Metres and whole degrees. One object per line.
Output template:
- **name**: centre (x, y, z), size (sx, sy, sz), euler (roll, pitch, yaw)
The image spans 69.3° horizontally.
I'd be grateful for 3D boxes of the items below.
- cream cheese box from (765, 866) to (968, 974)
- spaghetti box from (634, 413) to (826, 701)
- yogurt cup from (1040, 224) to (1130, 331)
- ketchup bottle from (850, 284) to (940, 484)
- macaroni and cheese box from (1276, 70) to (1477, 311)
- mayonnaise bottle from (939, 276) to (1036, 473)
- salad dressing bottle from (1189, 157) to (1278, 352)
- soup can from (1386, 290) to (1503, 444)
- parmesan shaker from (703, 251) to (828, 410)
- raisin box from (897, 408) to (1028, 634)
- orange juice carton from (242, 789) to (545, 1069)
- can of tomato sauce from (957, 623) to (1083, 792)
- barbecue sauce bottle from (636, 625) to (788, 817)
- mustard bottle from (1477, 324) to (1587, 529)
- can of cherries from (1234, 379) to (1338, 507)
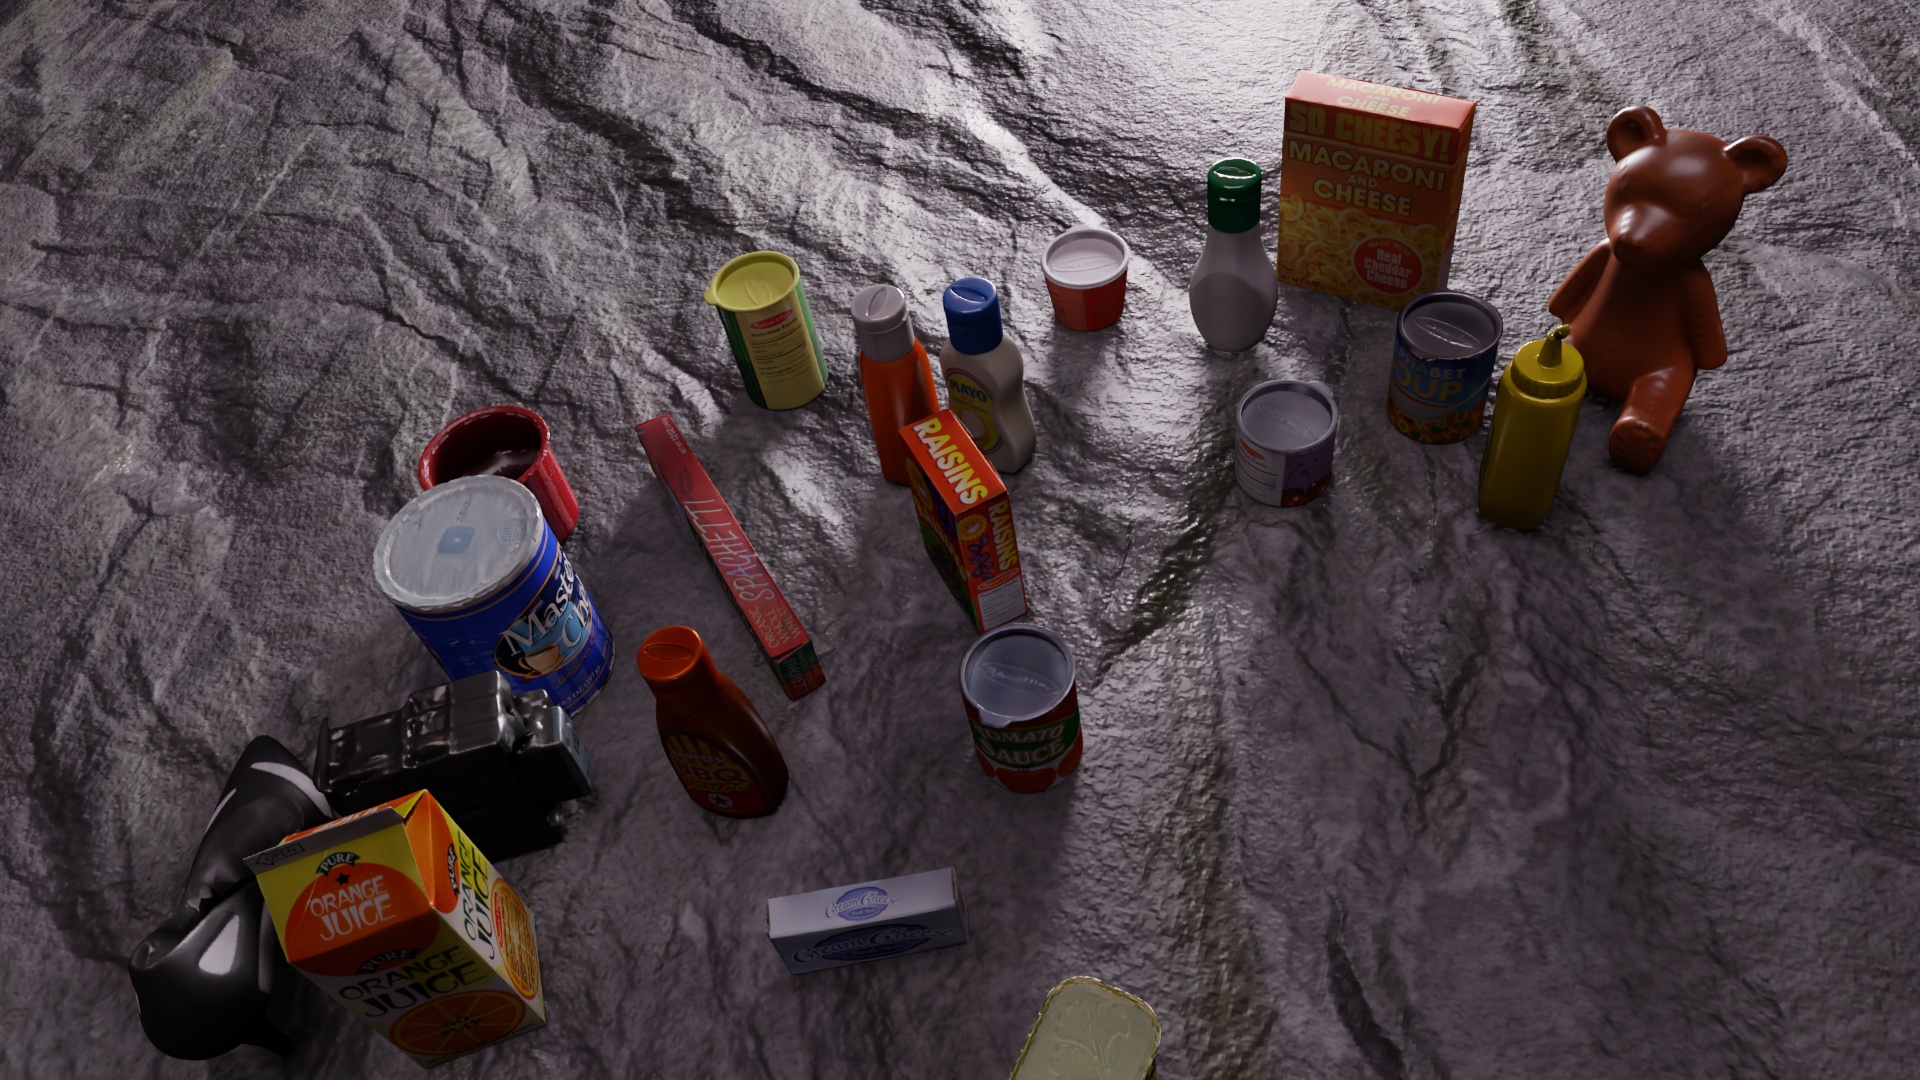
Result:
- **cream cheese box**: centre (-0.049, 0.207, 0.755), size (0.104, 0.053, 0.024), euler (-10, 50, 1)
- **spaghetti box**: centre (-0.160, 0.006, 0.944), size (0.029, 0.050, 0.251), euler (-28, 52, -13)
- **yogurt cup**: centre (0.097, -0.198, 1.066), size (0.072, 0.053, 0.073), euler (-5, 50, 6)
- **ketchup bottle**: centre (-0.043, -0.108, 0.954), size (0.043, 0.148, 0.065), euler (9, 53, 17)
- **macaroni and cheese box**: centre (0.294, -0.248, 1.000), size (0.124, 0.165, 0.040), euler (20, 57, 24)
- **mayonnaise bottle**: centre (0.015, -0.112, 0.948), size (0.065, 0.147, 0.041), euler (25, 59, 27)
- **salad dressing bottle**: centre (0.195, -0.202, 0.991), size (0.064, 0.147, 0.044), euler (13, 54, 20)
- **soup can**: centre (0.323, -0.114, 0.938), size (0.071, 0.083, 0.072), euler (-5, 50, 6)
- **parmesan shaker**: centre (-0.144, -0.155, 1.040), size (0.071, 0.102, 0.072), euler (-5, 50, 6)
- **raisin box**: centre (0.003, -0.011, 0.882), size (0.040, 0.122, 0.086), euler (-25, 51, -10)
- **orange juice carton**: centre (-0.285, 0.195, 0.716), size (0.072, 0.191, 0.073), euler (-19, 50, -6)
- **can of tomato sauce**: centre (0.037, 0.100, 0.810), size (0.071, 0.082, 0.071), euler (-5, 50, 6)
- **barbecue sauce bottle**: centre (-0.145, 0.105, 0.795), size (0.065, 0.147, 0.044), euler (6, 52, 15)
- **mustard bottle**: centre (0.351, -0.076, 0.850), size (0.049, 0.159, 0.065), euler (13, 54, 20)
- **can of cherries**: centre (0.220, -0.066, 0.932), size (0.071, 0.058, 0.072), euler (-5, 50, 6)
